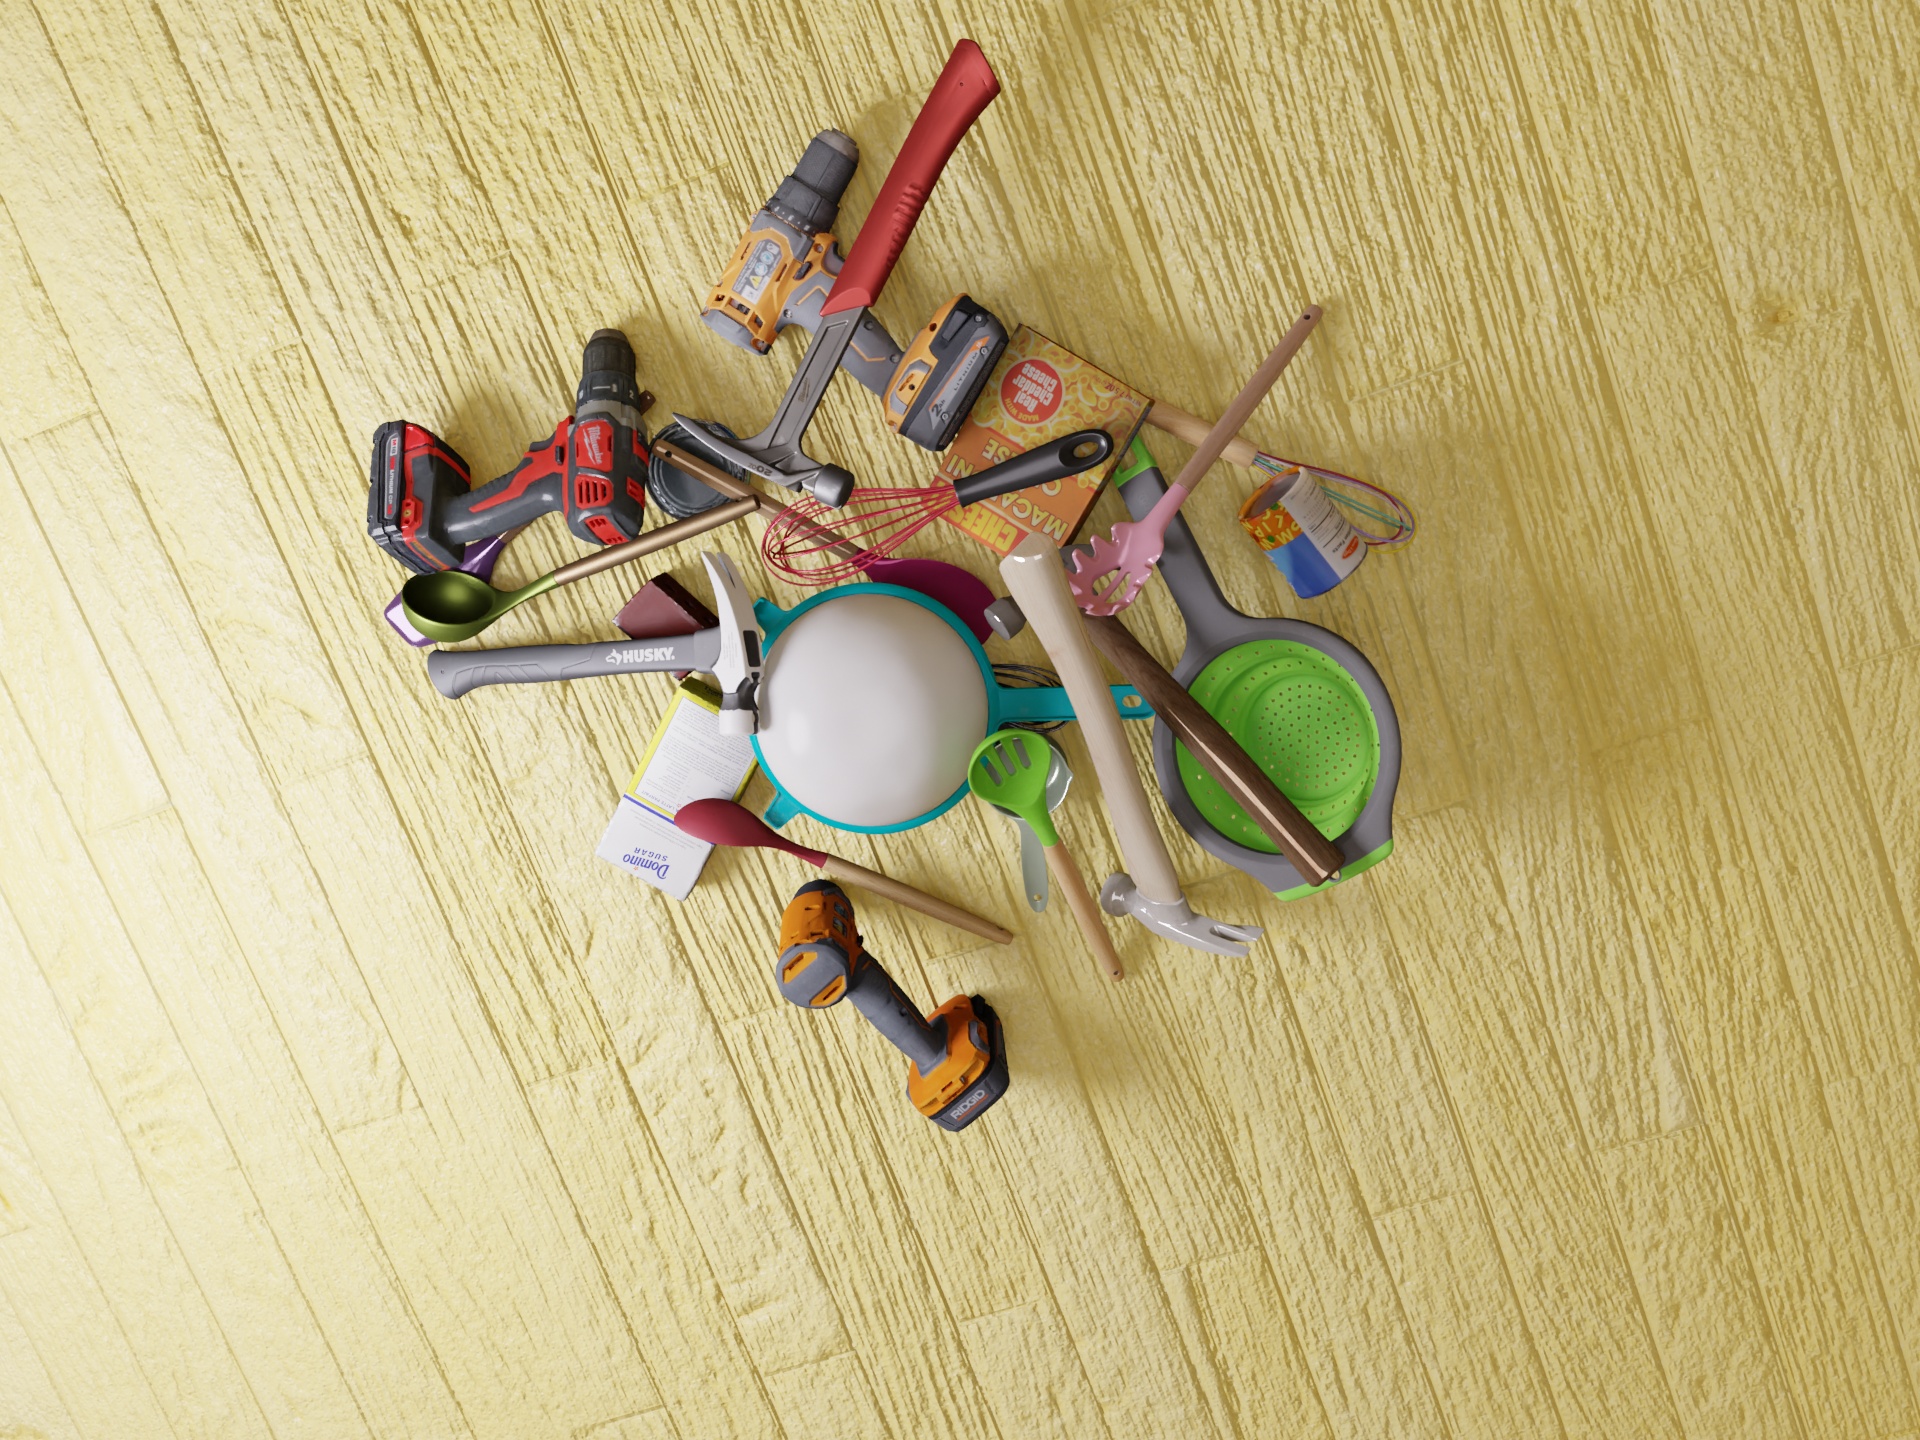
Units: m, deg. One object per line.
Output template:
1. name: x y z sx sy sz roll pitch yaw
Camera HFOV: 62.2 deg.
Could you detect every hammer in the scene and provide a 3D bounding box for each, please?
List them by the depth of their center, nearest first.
1. hammer: -0.078 -0.350 1.211 0.149 0.036 0.359 28 94 7
2. hammer: 0.123 0.029 1.216 0.146 0.038 0.410 16 143 40
3. hammer: 0.175 -0.006 1.236 0.130 0.031 0.331 -40 81 -12
4. hammer: -0.311 -0.056 1.320 0.335 0.035 0.146 -2 91 27

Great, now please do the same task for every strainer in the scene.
1. strainer: -0.013 -0.003 1.264 0.340 0.095 0.211 -2 100 6

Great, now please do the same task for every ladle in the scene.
1. ladle: -0.316 -0.136 1.315 0.320 0.078 0.062 -19 127 13
2. ladle: -0.094 0.131 1.362 0.315 0.069 0.031 24 108 -15

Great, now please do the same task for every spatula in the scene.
1. spatula: -0.374 -0.172 1.363 0.316 0.018 0.059 -40 98 14

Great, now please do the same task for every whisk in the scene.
1. whisk: -0.020 -0.174 1.261 0.296 0.073 0.073 -18 100 8
2. whisk: 0.255 -0.199 1.281 0.245 0.051 0.047 26 110 3
3. whisk: -0.018 -0.044 1.342 0.239 0.055 0.055 18 104 6

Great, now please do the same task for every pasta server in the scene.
1. pasta server: 0.187 -0.205 1.237 0.060 0.040 0.316 35 82 21

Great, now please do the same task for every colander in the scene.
1. colander: 0.232 -0.055 1.296 0.204 0.094 0.397 -31 79 30

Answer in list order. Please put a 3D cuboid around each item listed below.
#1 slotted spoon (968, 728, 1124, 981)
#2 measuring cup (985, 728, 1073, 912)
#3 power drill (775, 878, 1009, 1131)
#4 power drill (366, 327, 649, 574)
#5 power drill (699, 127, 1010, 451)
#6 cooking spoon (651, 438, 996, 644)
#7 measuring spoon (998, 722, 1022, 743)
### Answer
1. slotted spoon: 0.080 0.116 1.308 0.070 0.031 0.313 -29 127 -2
2. measuring cup: 0.060 0.085 1.370 0.083 0.038 0.167 -5 112 6
3. power drill: -0.063 0.231 1.363 0.084 0.164 0.226 -43 108 13
4. power drill: -0.361 -0.220 1.301 0.226 0.080 0.188 -10 67 13
5. power drill: -0.071 -0.341 1.266 0.226 0.084 0.185 32 102 3
6. cooking spoon: -0.110 -0.150 1.319 0.318 0.017 0.068 28 108 -11
7. measuring spoon: -0.002 -0.004 1.362 0.124 0.018 0.034 20 103 0
